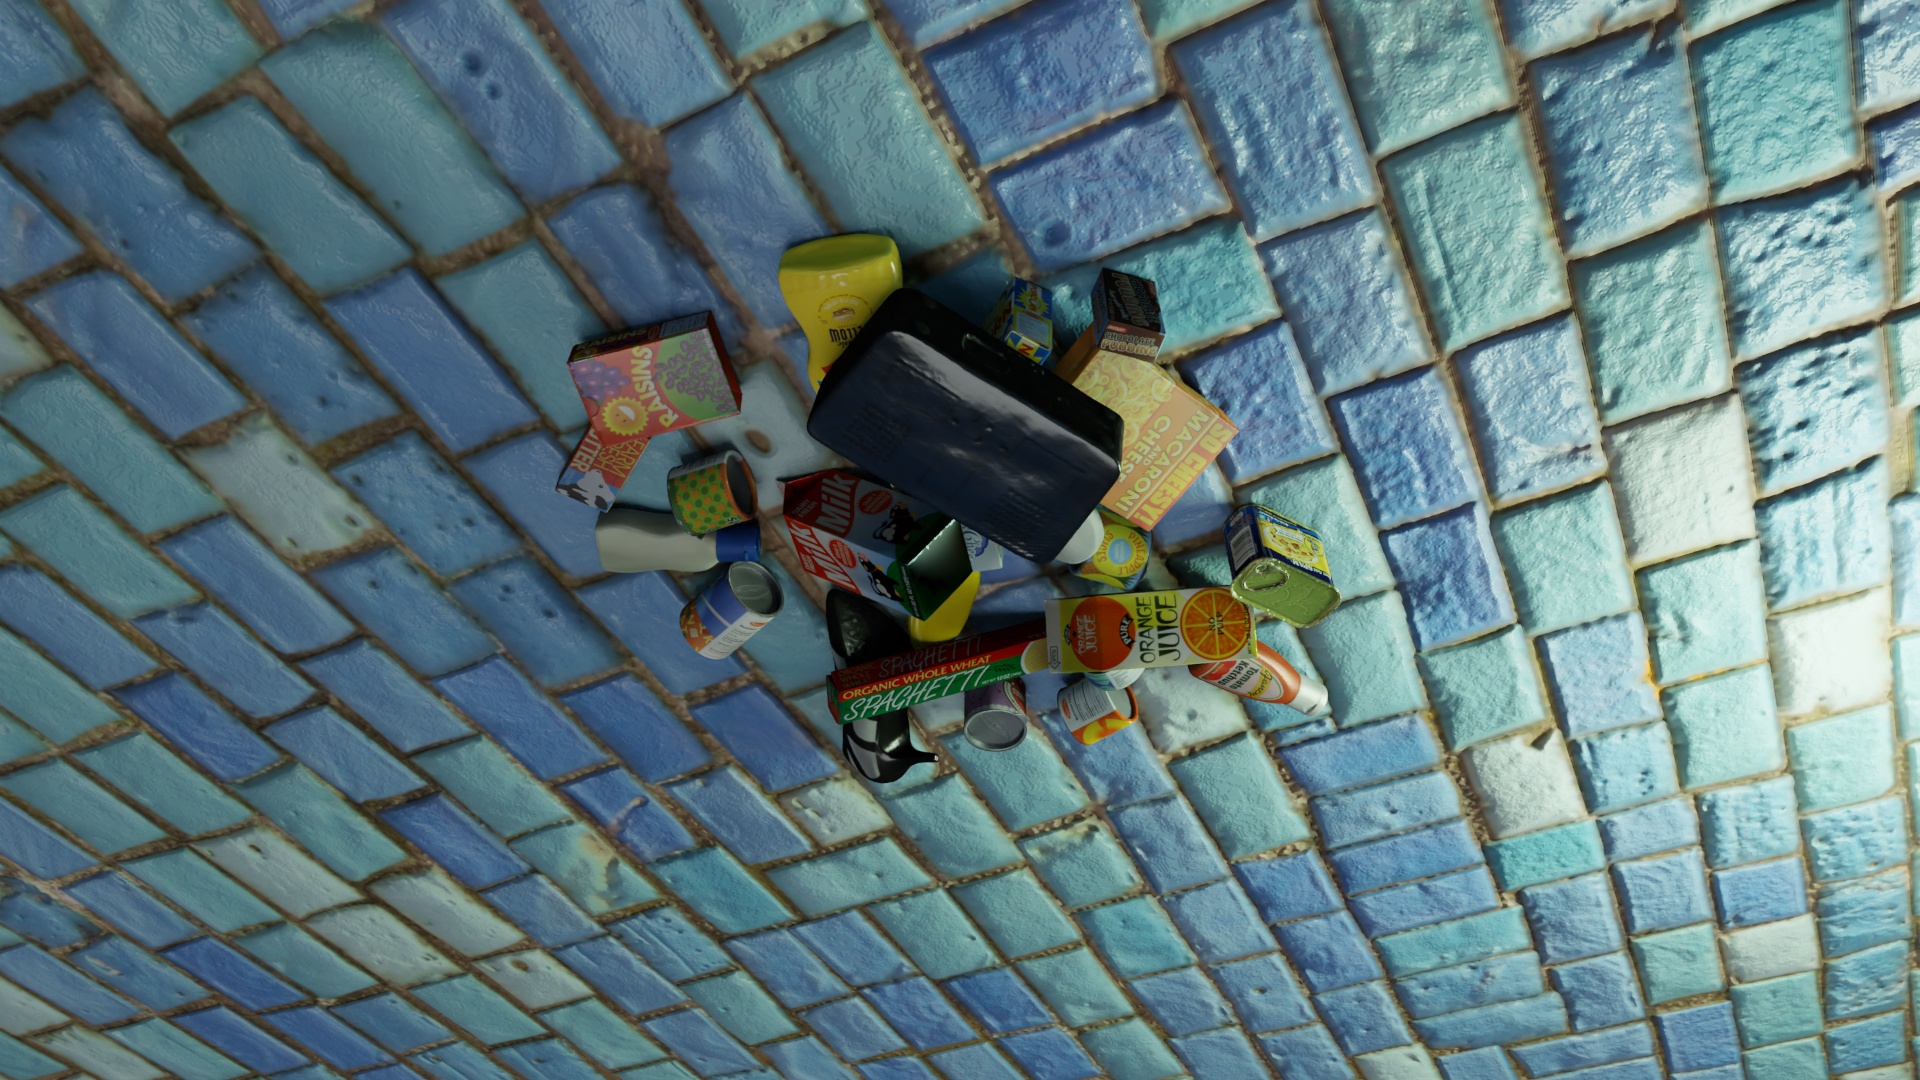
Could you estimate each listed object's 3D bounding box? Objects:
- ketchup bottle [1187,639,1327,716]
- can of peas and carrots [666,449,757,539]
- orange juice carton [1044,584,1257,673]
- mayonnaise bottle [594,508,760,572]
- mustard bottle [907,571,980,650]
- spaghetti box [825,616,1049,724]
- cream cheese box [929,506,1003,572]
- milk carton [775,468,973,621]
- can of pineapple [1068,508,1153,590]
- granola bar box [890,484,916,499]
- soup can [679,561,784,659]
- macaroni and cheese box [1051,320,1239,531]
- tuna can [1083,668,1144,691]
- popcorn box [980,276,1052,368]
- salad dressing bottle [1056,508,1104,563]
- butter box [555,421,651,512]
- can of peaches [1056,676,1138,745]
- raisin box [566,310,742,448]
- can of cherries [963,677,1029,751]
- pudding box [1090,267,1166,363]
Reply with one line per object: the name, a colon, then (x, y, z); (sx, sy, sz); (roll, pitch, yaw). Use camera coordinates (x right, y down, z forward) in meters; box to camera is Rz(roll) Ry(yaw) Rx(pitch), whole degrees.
ketchup bottle: (0.307, 0.137, 1.418); (0.149, 0.044, 0.064); (25, 127, -21)
can of peas and carrots: (-0.221, -0.041, 1.248); (0.058, 0.071, 0.070); (-16, 129, 14)
orange juice carton: (0.176, 0.083, 1.316); (0.193, 0.073, 0.072); (-4, 87, -7)
mayonnaise bottle: (-0.264, 0.001, 1.305); (0.148, 0.041, 0.064); (1, 133, -2)
mustard bottle: (-0.023, 0.066, 1.354); (0.065, 0.049, 0.159); (6, 132, -11)
spaghetti box: (-0.009, 0.125, 1.358); (0.251, 0.029, 0.049); (-13, 134, -19)
cream cheese box: (0.004, -0.016, 1.243); (0.053, 0.024, 0.103); (-9, 132, 6)
milk carton: (-0.089, -0.004, 1.245); (0.191, 0.074, 0.072); (20, 142, 35)
can of pineapple: (0.139, 0.008, 1.287); (0.058, 0.071, 0.070); (16, 130, -13)
granola bar box: (0.024, -0.064, 1.245); (0.165, 0.039, 0.123); (-16, 130, 14)
soup can: (-0.223, 0.065, 1.347); (0.071, 0.072, 0.083); (35, 124, -26)
macaroni and cheese box: (0.138, -0.094, 1.183); (0.166, 0.040, 0.123); (28, 111, -33)
tuna can: (0.149, 0.115, 1.387); (0.071, 0.071, 0.032); (-21, 129, 18)
popcorn box: (0.028, -0.142, 1.143); (0.038, 0.085, 0.126); (25, 128, -16)
salad dressing bottle: (0.065, -0.039, 1.211); (0.064, 0.044, 0.147); (-32, 124, 26)
butter box: (-0.320, -0.074, 1.249); (0.053, 0.024, 0.103); (25, 128, -21)
can of peaches: (0.143, 0.170, 1.435); (0.058, 0.071, 0.071); (-32, 124, 25)
raisin box: (-0.256, -0.134, 1.168); (0.123, 0.040, 0.085); (-13, 123, 3)
can of cherries: (0.039, 0.176, 1.445); (0.071, 0.059, 0.071); (1, 131, 1)
pudding box: (0.134, -0.180, 1.110); (0.050, 0.084, 0.030); (13, 129, -10)
